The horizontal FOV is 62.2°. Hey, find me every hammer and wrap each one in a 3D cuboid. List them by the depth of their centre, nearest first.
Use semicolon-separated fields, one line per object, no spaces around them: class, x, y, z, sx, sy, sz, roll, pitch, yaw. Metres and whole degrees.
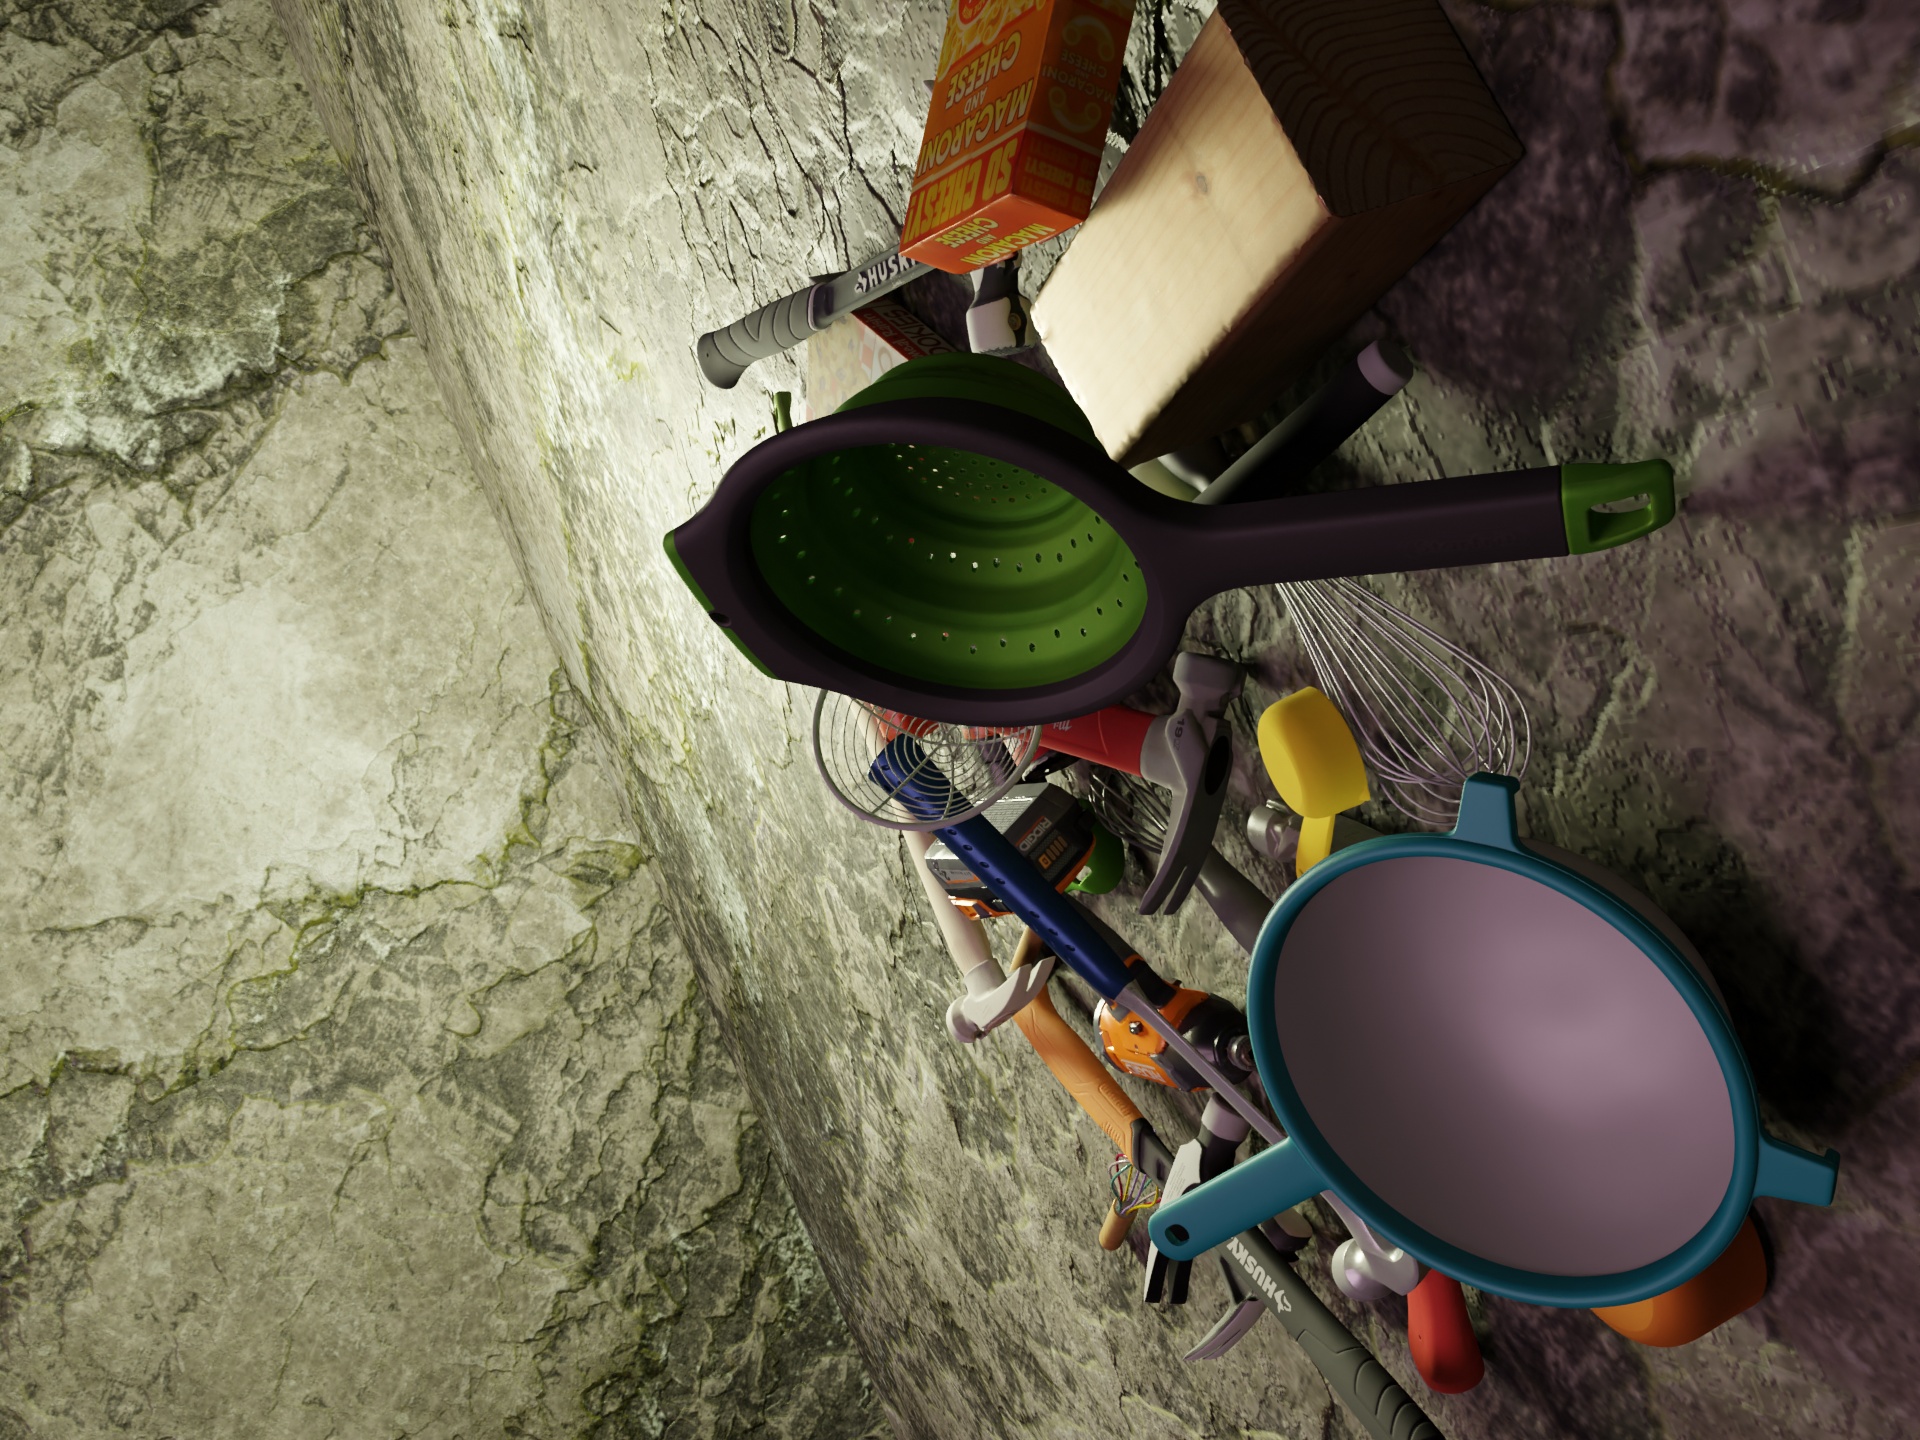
hammer;0.239;0.217;0.849;0.149;0.036;0.359;32;142;65
hammer;0.100;0.153;0.874;0.406;0.035;0.144;44;159;15
hammer;0.214;0.371;0.935;0.335;0.035;0.146;42;114;58
hammer;-0.002;-0.003;0.972;0.387;0.038;0.143;17;97;44
hammer;-0.082;-0.271;1.004;0.409;0.036;0.149;1;101;60
hammer;0.118;0.303;1.173;0.337;0.034;0.127;47;114;46
hammer;-0.043;0.051;1.292;0.411;0.038;0.146;65;149;19

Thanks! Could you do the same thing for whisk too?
whisk;0.159;-0.066;0.730;0.285;0.070;0.070;57;158;33
whisk;0.131;0.078;0.898;0.239;0.055;0.055;-128;23;-57
whisk;0.136;0.390;1.282;0.047;0.051;0.244;49;157;24

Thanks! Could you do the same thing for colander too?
colander;0.074;-0.095;0.653;0.397;0.095;0.204;-4;144;24

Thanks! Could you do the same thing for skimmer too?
skimmer;0.054;-0.063;0.752;0.363;0.090;0.127;-41;54;45

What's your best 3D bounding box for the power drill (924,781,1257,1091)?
power drill;0.094;0.145;1.009;0.226;0.084;0.164;49;161;-12

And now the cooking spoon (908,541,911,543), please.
cooking spoon;-0.028;-0.127;1.146;0.069;0.017;0.319;66;158;-1

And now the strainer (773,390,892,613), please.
strainer;-0.093;-0.164;1.191;0.151;0.069;0.257;99;162;-48

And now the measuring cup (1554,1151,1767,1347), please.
measuring cup;0.280;0.210;0.731;0.174;0.052;0.095;43;150;47

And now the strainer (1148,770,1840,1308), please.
strainer;0.204;0.163;0.714;0.211;0.095;0.340;52;136;10

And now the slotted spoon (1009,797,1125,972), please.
slotted spoon;0.067;0.143;1.200;0.070;0.031;0.313;50;157;17

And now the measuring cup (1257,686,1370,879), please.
measuring cup;0.158;0.044;0.742;0.156;0.029;0.062;81;165;-54

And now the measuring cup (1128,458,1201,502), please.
measuring cup;0.099;-0.080;0.867;0.083;0.038;0.167;59;156;16
